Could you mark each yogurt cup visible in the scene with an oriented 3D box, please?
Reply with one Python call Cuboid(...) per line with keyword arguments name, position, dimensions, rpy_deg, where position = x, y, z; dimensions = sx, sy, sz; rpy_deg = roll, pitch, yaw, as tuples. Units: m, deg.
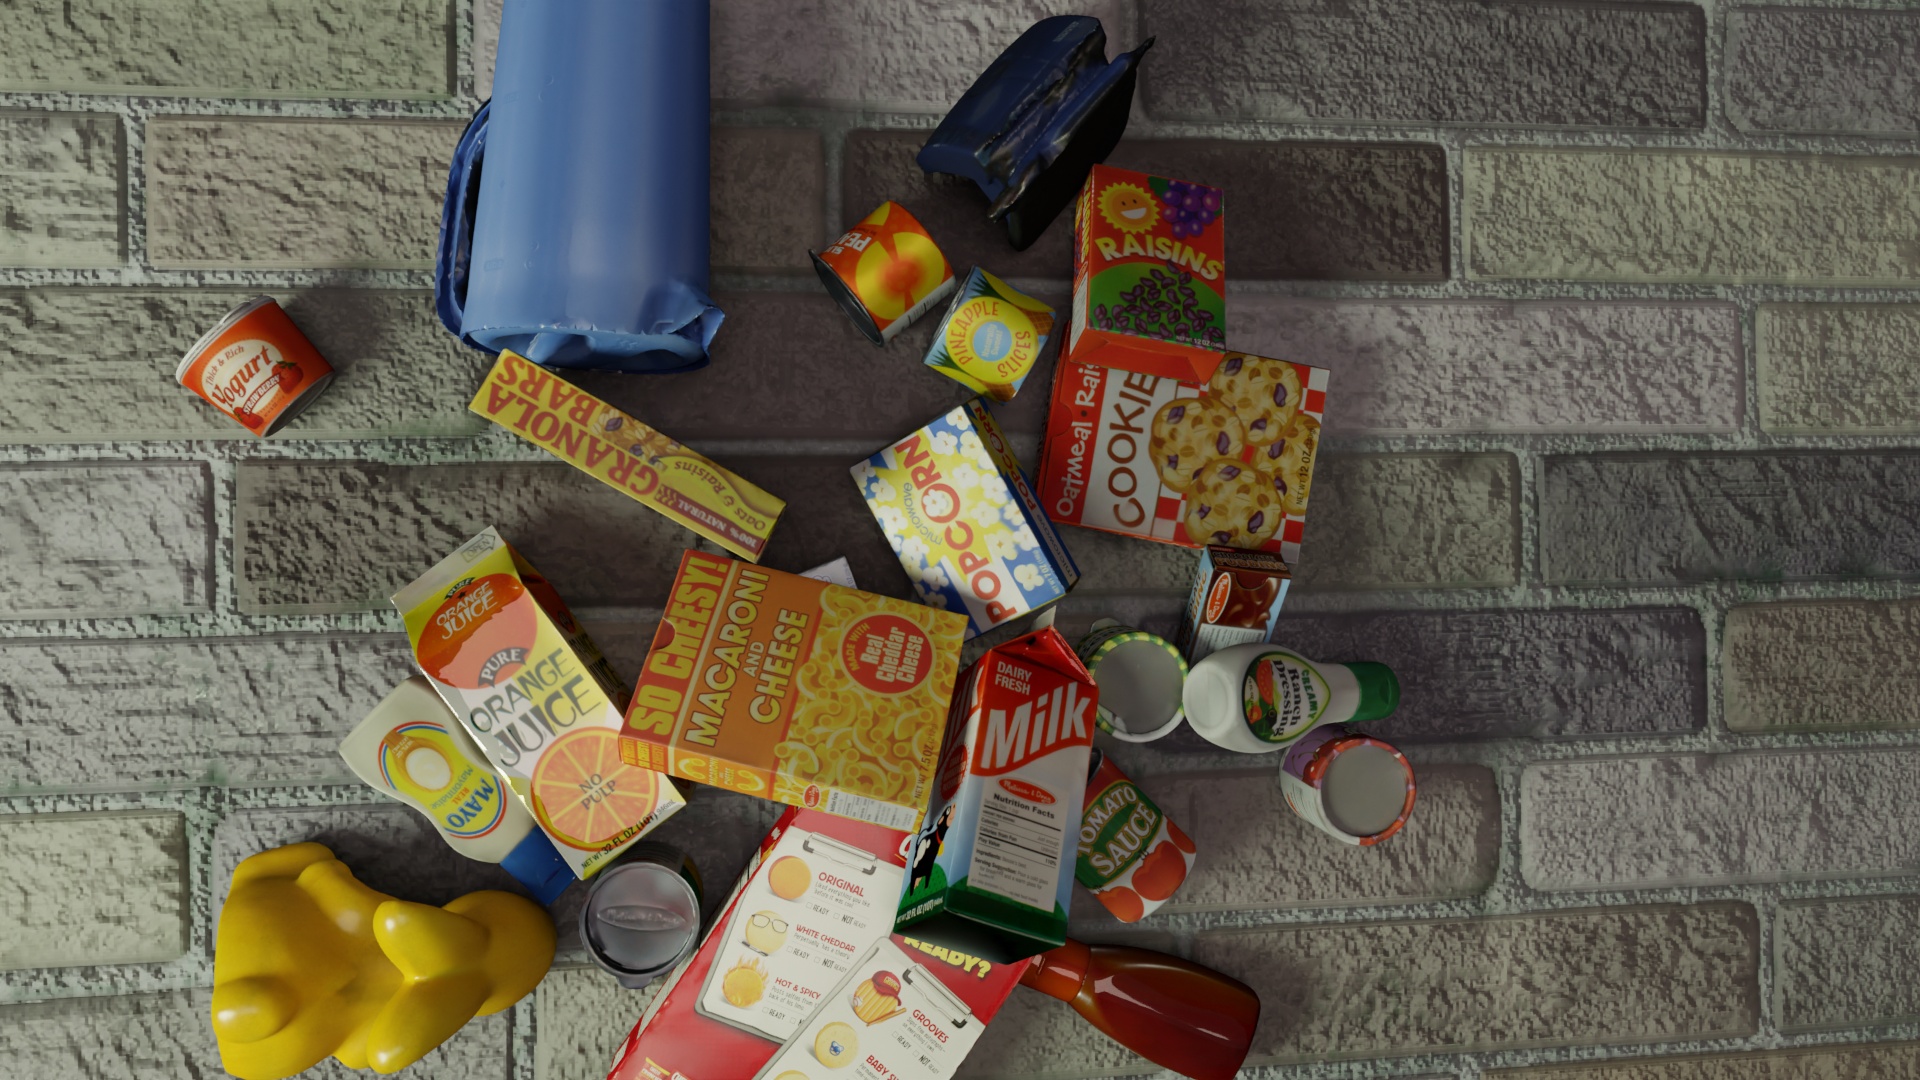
Cuboid(name="yogurt cup", position=(-0.389, -0.094, 0.773), dimensions=(0.072, 0.072, 0.054), rpy_deg=(-46, 103, -5))

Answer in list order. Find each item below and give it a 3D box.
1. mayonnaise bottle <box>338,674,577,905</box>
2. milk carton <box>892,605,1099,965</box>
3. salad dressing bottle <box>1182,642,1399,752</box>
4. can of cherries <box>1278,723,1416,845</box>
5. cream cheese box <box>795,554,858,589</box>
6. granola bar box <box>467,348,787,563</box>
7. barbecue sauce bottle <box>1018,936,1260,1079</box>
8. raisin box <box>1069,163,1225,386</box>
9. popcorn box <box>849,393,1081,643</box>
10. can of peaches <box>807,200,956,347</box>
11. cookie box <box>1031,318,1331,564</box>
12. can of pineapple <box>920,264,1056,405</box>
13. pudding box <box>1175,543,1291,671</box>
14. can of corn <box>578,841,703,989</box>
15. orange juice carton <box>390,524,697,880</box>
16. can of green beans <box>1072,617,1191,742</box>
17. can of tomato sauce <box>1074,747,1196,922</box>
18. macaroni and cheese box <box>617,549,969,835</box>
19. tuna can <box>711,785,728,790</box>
Cuboid(name="mayonnaise bottle", position=(-0.279, 0.147, 0.796), dimensions=(0.148, 0.041, 0.065), rpy_deg=(43, 83, -5))
Cuboid(name="milk carton", position=(0.025, 0.131, 0.782), dimensions=(0.073, 0.072, 0.191), rpy_deg=(21, 58, -16))
Cuboid(name="salad dressing bottle", position=(0.201, 0.092, 0.831), dimensions=(0.148, 0.044, 0.064), rpy_deg=(1, 83, -34))
Cuboid(name="can of cherries", position=(0.240, 0.148, 0.857), dimensions=(0.071, 0.058, 0.071), rpy_deg=(0, 90, -7))
Cuboid(name="cream cheese box", position=(-0.075, 0.066, 0.833), dimensions=(0.053, 0.024, 0.103), rpy_deg=(-21, 92, -6))
Cuboid(name="granola bar box", position=(-0.176, -0.043, 0.770), dimensions=(0.165, 0.124, 0.039), rpy_deg=(29, 86, -7))
Cuboid(name="barbecue sauce bottle", position=(0.104, 0.277, 0.846), dimensions=(0.148, 0.043, 0.065), rpy_deg=(23, 87, -6))
Cuboid(name="raisin box", position=(0.112, -0.159, 0.828), dimensions=(0.086, 0.040, 0.124), rpy_deg=(8, 63, -7))
Cuboid(name="popcorn box", position=(0.003, -0.010, 0.819), dimensions=(0.085, 0.038, 0.126), rpy_deg=(-27, 94, 25))
Cuboid(name="can of peaches", position=(-0.046, -0.159, 0.816), dimensions=(0.058, 0.071, 0.071), rpy_deg=(-39, 95, -6))
Cuboid(name="cookie box", position=(0.133, -0.059, 0.853), dimensions=(0.167, 0.040, 0.123), rpy_deg=(10, 89, -7))
Cuboid(name="can of pineapple", position=(0.017, -0.121, 0.824), dimensions=(0.058, 0.071, 0.071), rpy_deg=(28, 86, -7))
Cuboid(name="pudding box", position=(0.165, 0.046, 0.843), dimensions=(0.050, 0.030, 0.083), rpy_deg=(7, 121, -7))
Cuboid(name="can of corn", position=(-0.183, 0.214, 0.800), dimensions=(0.071, 0.058, 0.071), rpy_deg=(0, 90, -8))
Cuboid(name="orange juice carton", position=(-0.236, 0.089, 0.787), dimensions=(0.072, 0.073, 0.192), rpy_deg=(-36, 94, -5))
Cuboid(name="can of green beans", position=(0.101, 0.086, 0.839), dimensions=(0.071, 0.058, 0.071), rpy_deg=(0, 90, -8))
Cuboid(name="can of tomato sauce", position=(0.090, 0.177, 0.831), dimensions=(0.083, 0.071, 0.071), rpy_deg=(45, 85, -6))
Cuboid(name="macaroni and cheese box", position=(-0.089, 0.080, 0.766), dimensions=(0.166, 0.040, 0.124), rpy_deg=(14, 54, -2))
Cuboid(name="tuna can", position=(-0.133, 0.110, 0.820), dimensions=(0.071, 0.033, 0.071), rpy_deg=(0, 90, -8))
